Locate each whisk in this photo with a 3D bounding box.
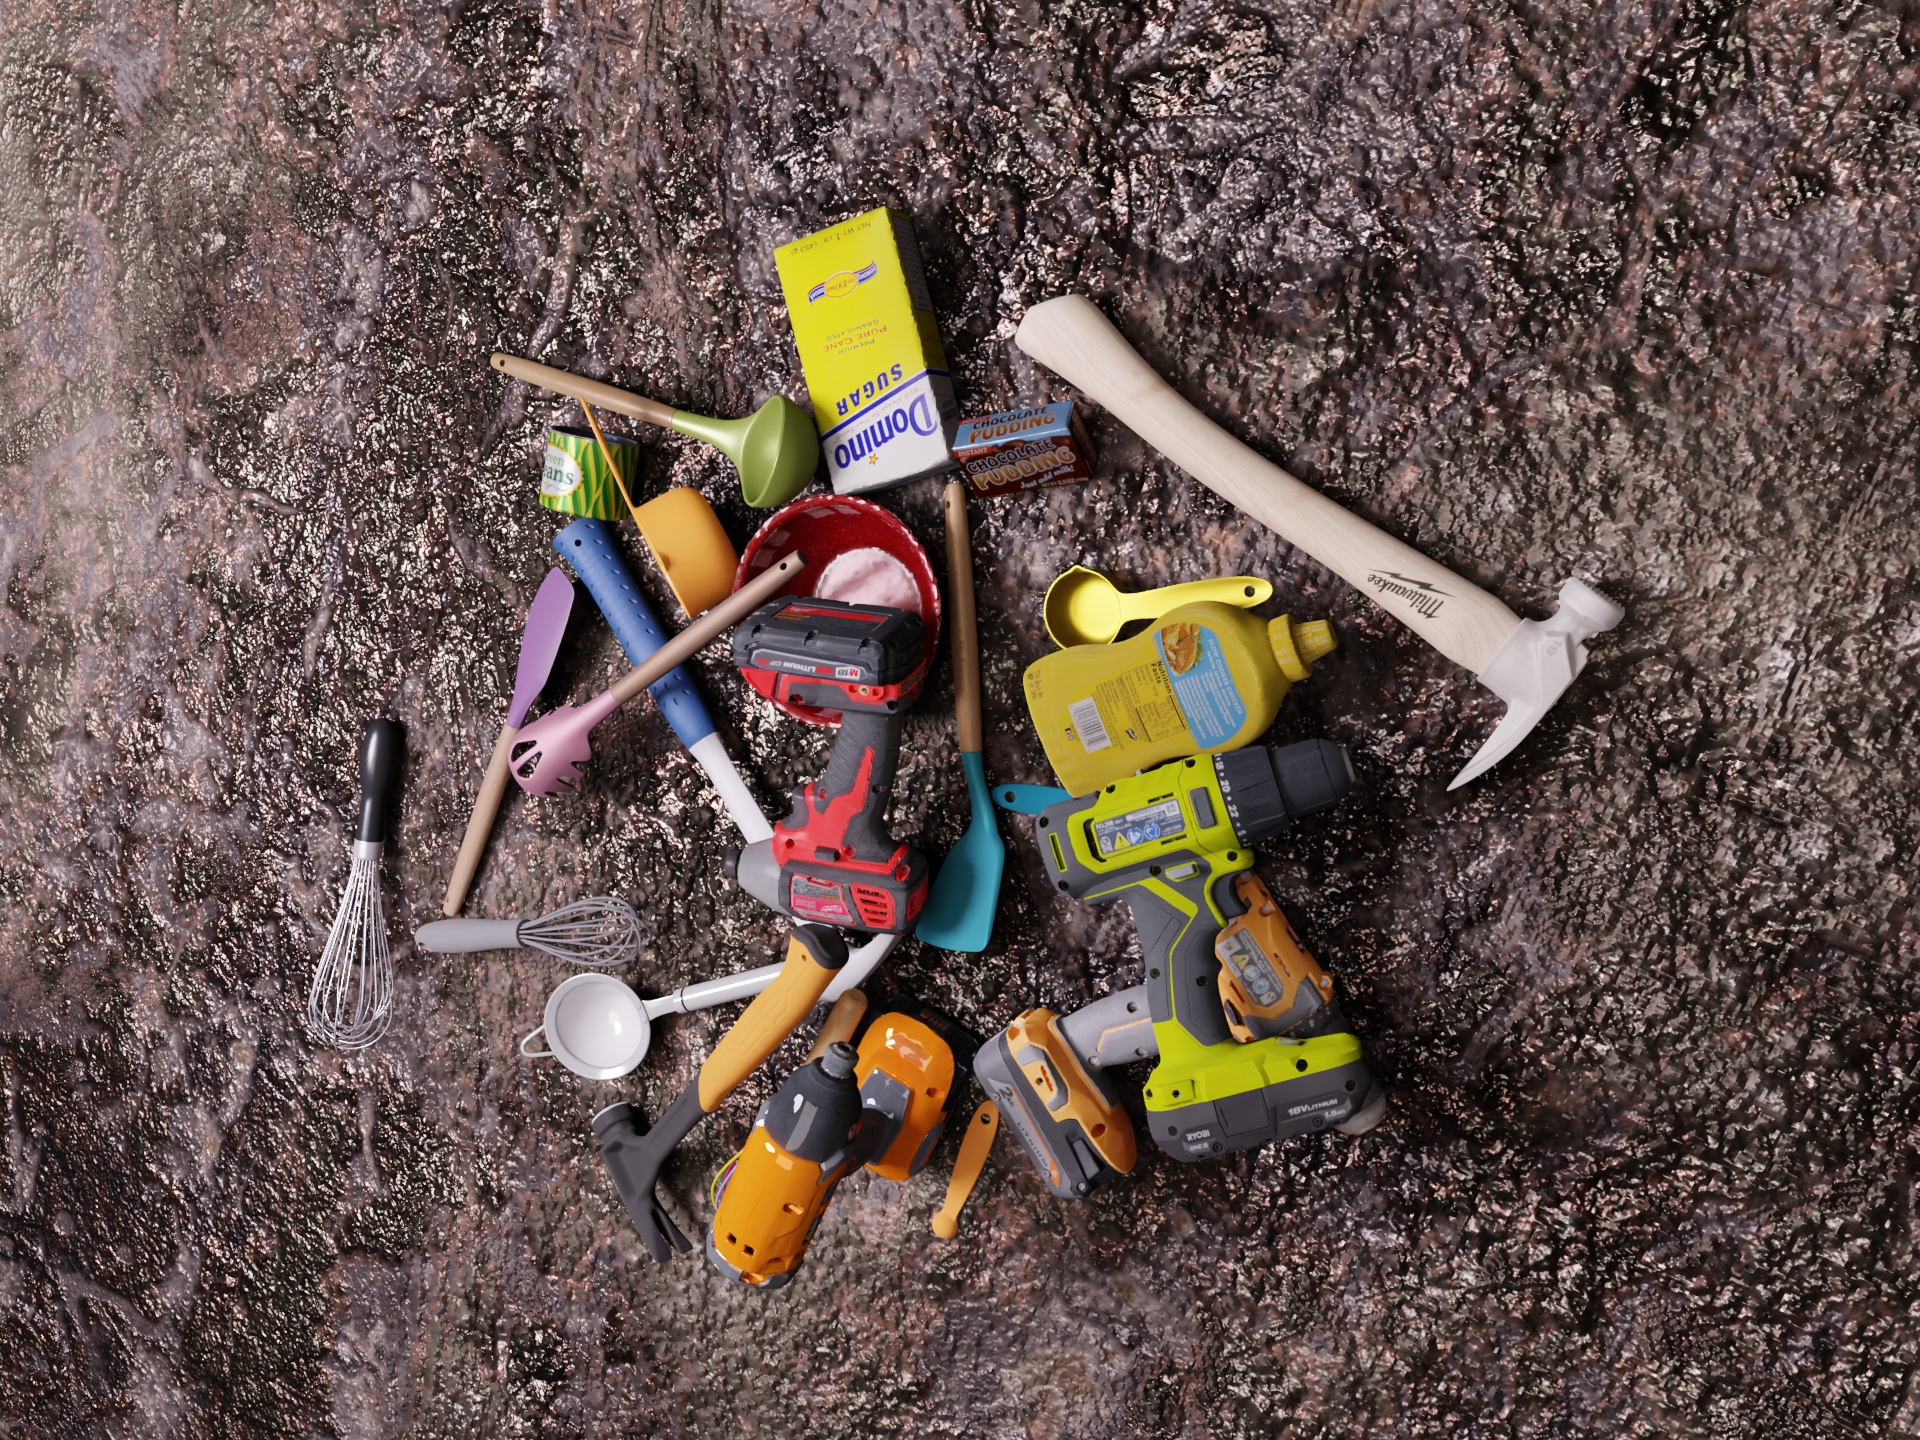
[{"bbox_3d":[-0.127,0.289,1.167,0.047,0.051,0.245,39,118,23],"label":"whisk"},{"bbox_3d":[-0.344,0.170,1.264,0.239,0.055,0.055,-6,94,29],"label":"whisk"},{"bbox_3d":[-0.495,0.137,1.320,0.070,0.070,0.284,11,96,22],"label":"whisk"}]

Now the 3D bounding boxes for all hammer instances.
[{"bbox_3d":[-0.168,0.260,1.144,0.336,0.034,0.127,-51,60,35],"label":"hammer"},{"bbox_3d":[-0.178,0.021,1.170,0.144,0.035,0.406,-34,80,13],"label":"hammer"},{"bbox_3d":[0.195,-0.130,0.998,0.411,0.038,0.146,39,111,15],"label":"hammer"}]

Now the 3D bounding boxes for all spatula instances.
[{"bbox_3d":[-0.359,0.023,1.252,0.060,0.018,0.315,44,119,42],"label":"spatula"},{"bbox_3d":[-0.002,-0.003,1.093,0.082,0.044,0.317,1,95,54],"label":"spatula"}]

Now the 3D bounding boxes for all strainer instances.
[{"bbox_3d":[-0.217,0.216,1.216,0.258,0.050,0.087,-17,97,18],"label":"strainer"}]

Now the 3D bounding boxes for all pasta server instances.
[{"bbox_3d":[-0.223,-0.033,1.143,0.316,0.040,0.060,-33,79,25],"label":"pasta server"}]

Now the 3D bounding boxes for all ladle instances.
[{"bbox_3d":[-0.232,-0.225,1.146,0.320,0.062,0.078,22,101,27],"label":"ladle"}]

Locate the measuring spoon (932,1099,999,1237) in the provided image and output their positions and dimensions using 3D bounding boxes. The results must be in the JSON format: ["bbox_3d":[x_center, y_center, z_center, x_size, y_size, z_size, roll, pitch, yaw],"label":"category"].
[{"bbox_3d":[0.003,0.325,1.148,0.021,0.011,0.117,25,105,19],"label":"measuring spoon"}]

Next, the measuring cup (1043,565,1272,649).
[{"bbox_3d":[0.129,-0.076,1.029,0.156,0.029,0.062,-5,96,28],"label":"measuring cup"}]

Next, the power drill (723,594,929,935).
[{"bbox_3d":[-0.092,0.034,1.063,0.143,0.078,0.219,8,112,16],"label":"power drill"}]

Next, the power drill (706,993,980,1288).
[{"bbox_3d":[-0.070,0.260,1.054,0.084,0.226,0.164,29,107,17],"label":"power drill"}]

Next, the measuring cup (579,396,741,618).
[{"bbox_3d":[-0.210,-0.160,1.131,0.052,0.095,0.173,-27,96,-8],"label":"measuring cup"}]

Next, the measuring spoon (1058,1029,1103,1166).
[{"bbox_3d":[0.076,0.269,1.107,0.034,0.018,0.124,-10,92,24],"label":"measuring spoon"}]

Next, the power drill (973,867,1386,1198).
[{"bbox_3d":[0.146,0.225,1.037,0.226,0.084,0.185,-36,82,15],"label":"power drill"}]

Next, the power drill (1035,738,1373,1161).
[{"bbox_3d":[0.166,0.131,0.956,0.190,0.080,0.228,-18,83,12],"label":"power drill"}]

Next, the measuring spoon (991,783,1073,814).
[{"bbox_3d":[0.077,0.059,1.078,0.129,0.021,0.042,6,99,23],"label":"measuring spoon"}]
